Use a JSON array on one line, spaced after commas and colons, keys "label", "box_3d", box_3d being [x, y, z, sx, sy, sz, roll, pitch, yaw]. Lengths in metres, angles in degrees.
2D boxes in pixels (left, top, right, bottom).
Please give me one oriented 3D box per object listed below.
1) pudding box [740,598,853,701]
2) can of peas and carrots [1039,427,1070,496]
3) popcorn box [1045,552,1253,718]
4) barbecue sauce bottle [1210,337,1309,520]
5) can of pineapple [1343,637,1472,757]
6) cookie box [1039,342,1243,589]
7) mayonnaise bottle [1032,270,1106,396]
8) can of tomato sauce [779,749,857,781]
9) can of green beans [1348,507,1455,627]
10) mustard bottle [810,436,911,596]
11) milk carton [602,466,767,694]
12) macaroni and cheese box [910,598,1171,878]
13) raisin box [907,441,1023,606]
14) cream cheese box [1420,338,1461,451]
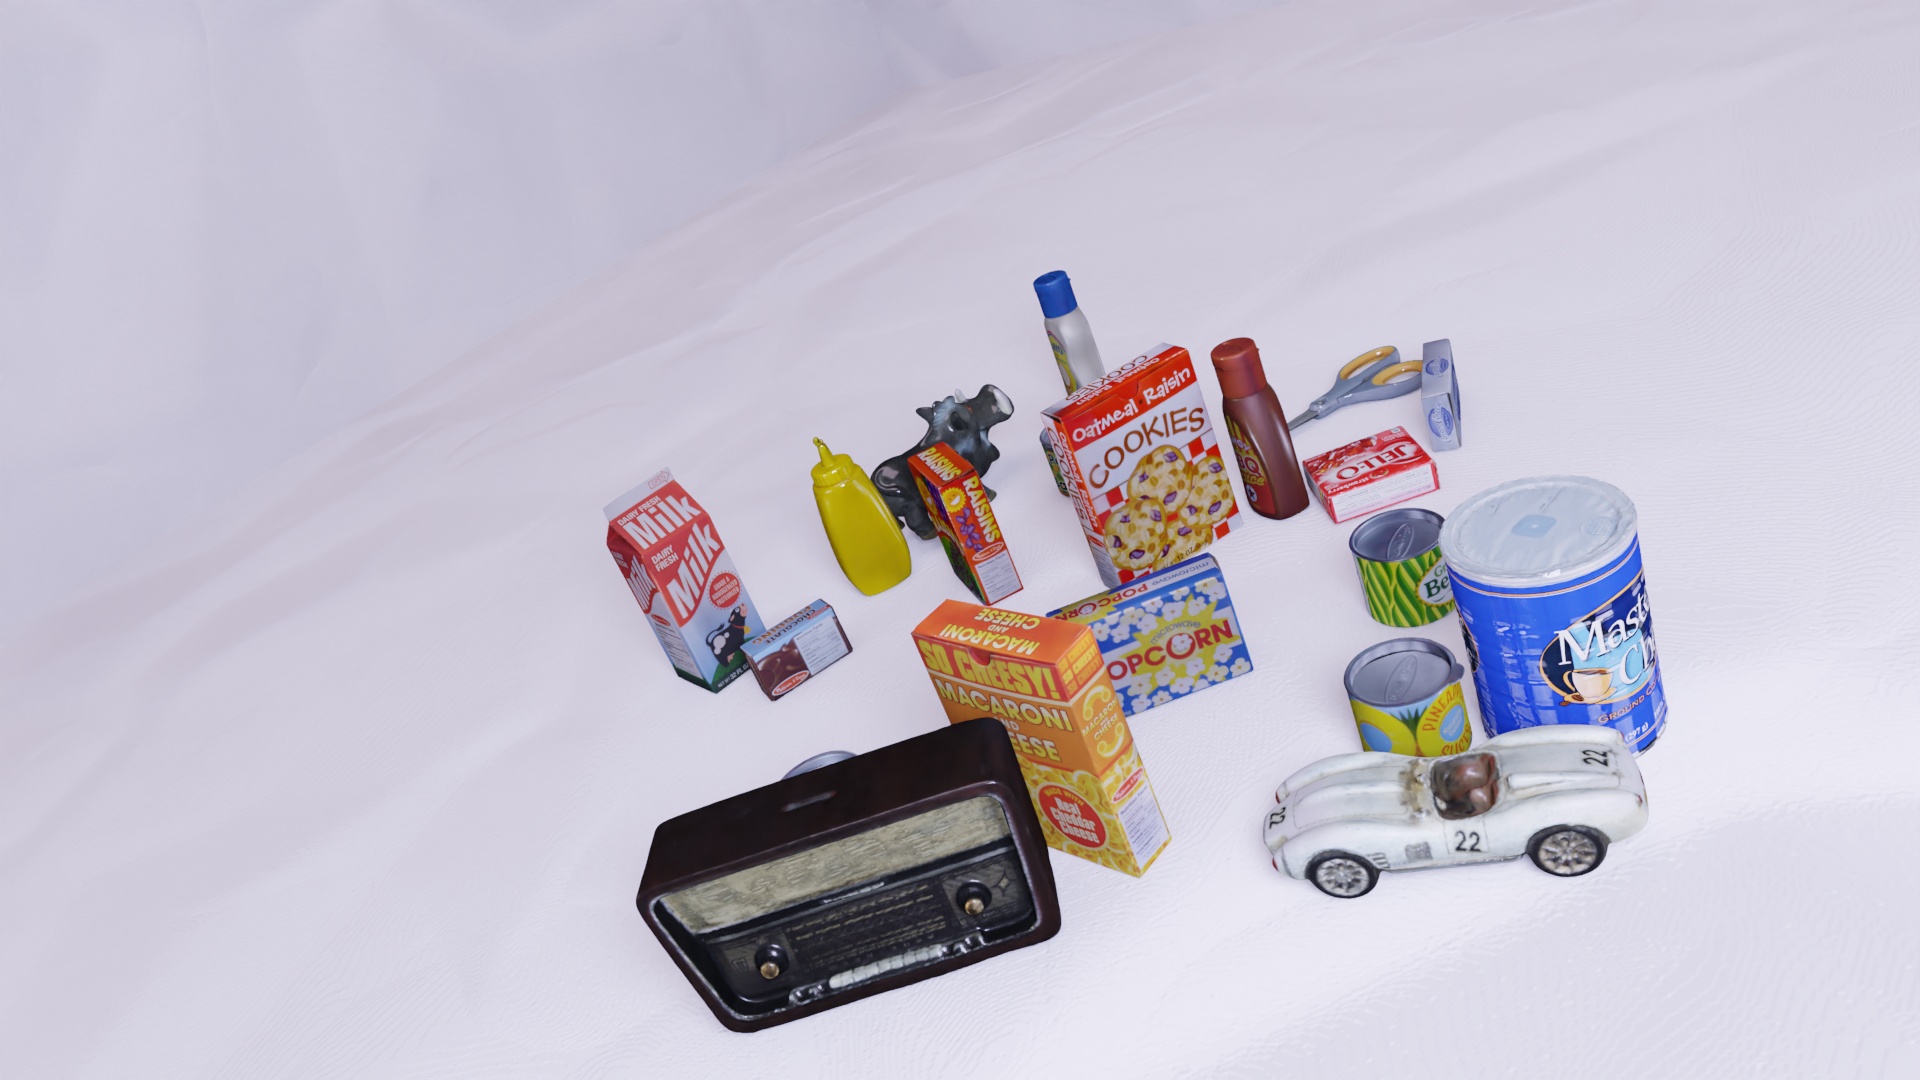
[{"label": "pudding box", "box_3d": [-0.140, 0.093, 1.185, 0.084, 0.049, 0.030, -32, 28, -19]}, {"label": "can of peas and carrots", "box_3d": [0.113, -0.080, 1.300, 0.071, 0.058, 0.071, -18, 27, 9]}, {"label": "popcorn box", "box_3d": [0.133, 0.071, 0.975, 0.127, 0.085, 0.038, -21, 26, 3]}, {"label": "barbecue sauce bottle", "box_3d": [0.240, -0.091, 1.123, 0.044, 0.148, 0.065, -27, 26, -8]}, {"label": "can of pineapple", "box_3d": [0.273, 0.101, 0.841, 0.071, 0.057, 0.071, -18, 27, 9]}, {"label": "cookie box", "box_3d": [0.147, -0.056, 1.108, 0.123, 0.166, 0.040, -31, 27, -16]}, {"label": "mayonnaise bottle", "box_3d": [0.114, -0.204, 1.429, 0.041, 0.147, 0.065, -27, 27, -9]}, {"label": "can of tomato sauce", "box_3d": [-0.077, 0.191, 0.916, 0.071, 0.082, 0.071, -18, 27, 10]}, {"label": "can of green beans", "box_3d": [0.310, 0.019, 0.965, 0.071, 0.057, 0.071, -18, 27, 9]}, {"label": "mustard bottle", "box_3d": [-0.097, -0.028, 1.252, 0.065, 0.159, 0.049, -27, 26, -7]}, {"label": "milk carton", "box_3d": [-0.243, 0.033, 1.218, 0.072, 0.189, 0.073, -38, 30, -28]}, {"label": "macaroni and cheese box", "box_3d": [0.049, 0.121, 0.856, 0.123, 0.165, 0.040, 7, 39, 46]}, {"label": "raisin box", "box_3d": [0.004, -0.015, 1.191, 0.040, 0.123, 0.086, -27, 27, -9]}, {"label": "cream cheese box", "box_3d": [0.402, -0.122, 1.161, 0.024, 0.053, 0.104, -10, 29, 25]}]
